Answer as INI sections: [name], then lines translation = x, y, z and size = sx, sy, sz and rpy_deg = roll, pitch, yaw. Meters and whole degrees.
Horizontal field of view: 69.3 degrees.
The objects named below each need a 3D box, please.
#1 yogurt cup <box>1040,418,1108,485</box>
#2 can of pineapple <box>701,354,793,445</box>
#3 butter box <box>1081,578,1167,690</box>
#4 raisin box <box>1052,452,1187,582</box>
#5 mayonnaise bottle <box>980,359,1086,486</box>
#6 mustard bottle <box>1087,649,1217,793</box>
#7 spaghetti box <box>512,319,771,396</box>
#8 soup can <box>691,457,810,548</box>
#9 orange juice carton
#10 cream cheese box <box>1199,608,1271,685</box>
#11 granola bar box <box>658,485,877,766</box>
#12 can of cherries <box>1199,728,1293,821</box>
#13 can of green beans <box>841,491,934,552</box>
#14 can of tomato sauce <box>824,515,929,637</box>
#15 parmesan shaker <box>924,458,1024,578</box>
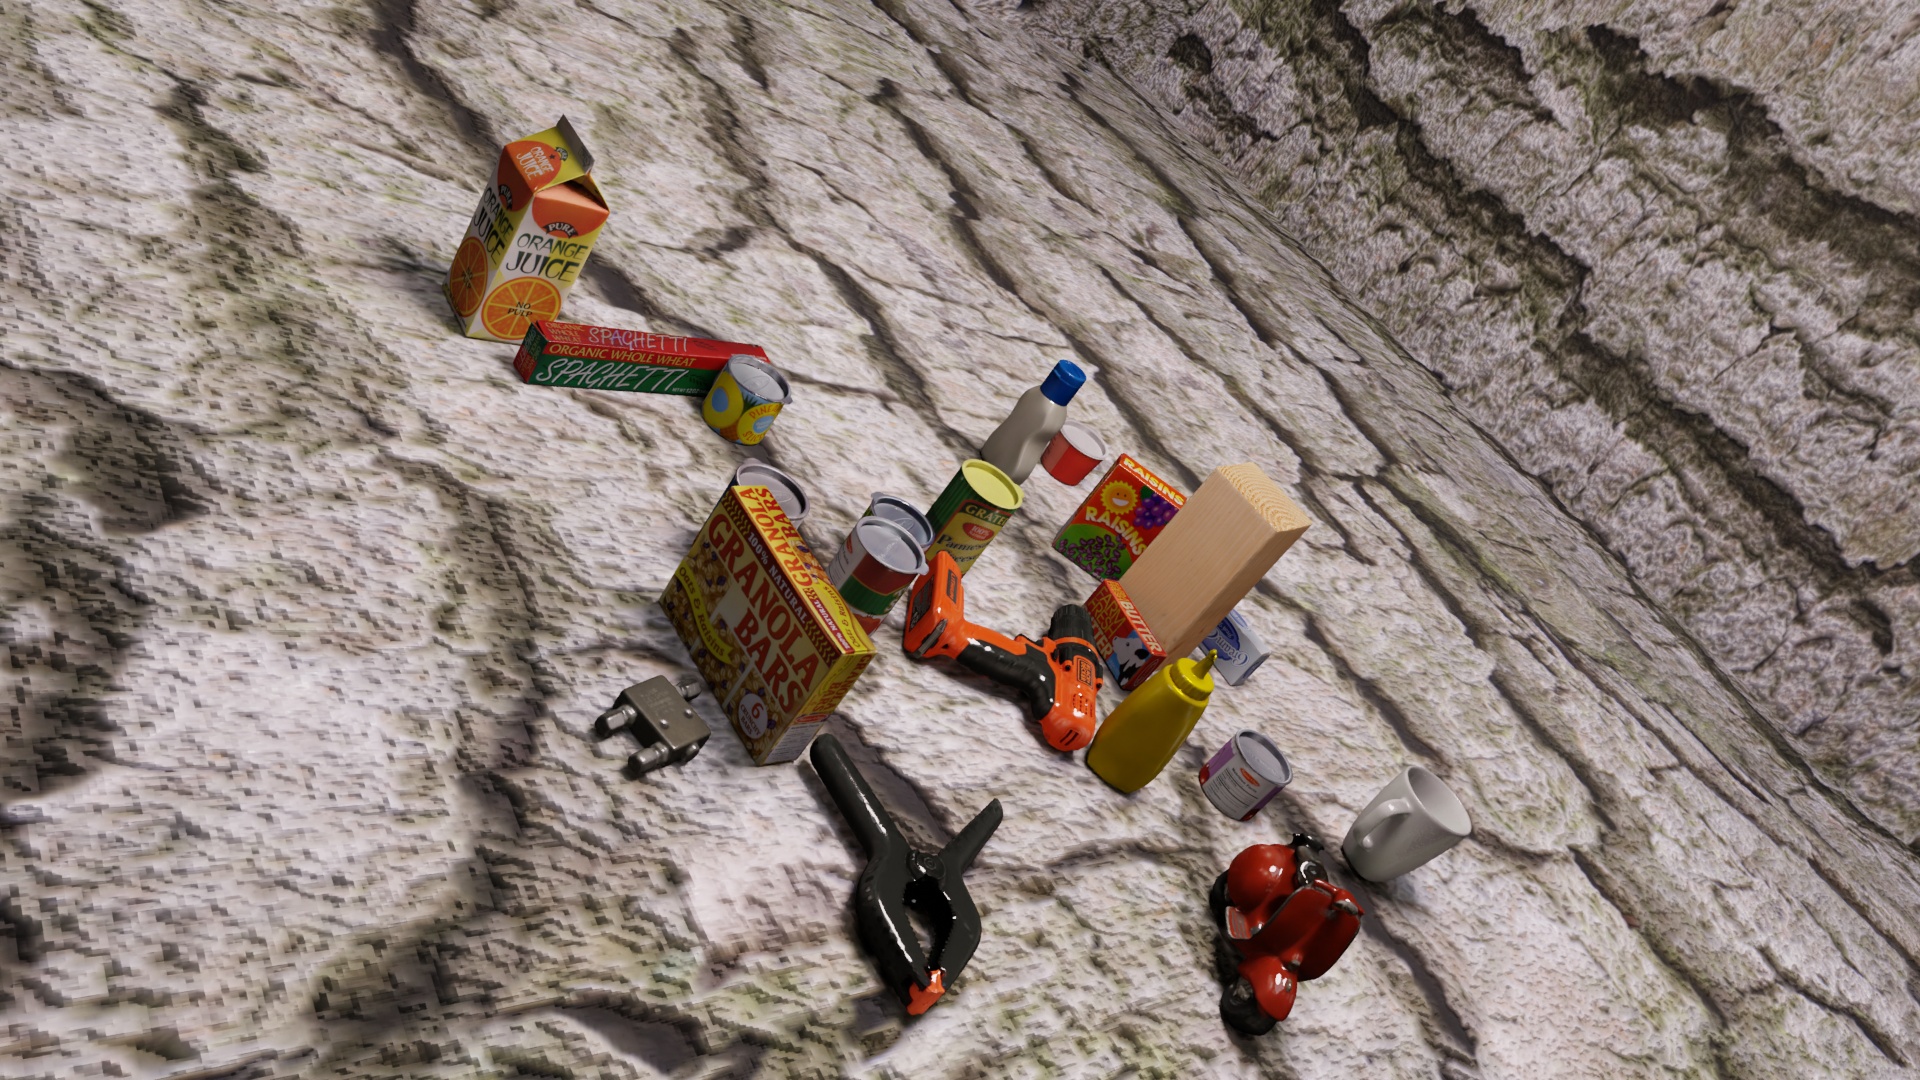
[yogurt cup]
translation = 0.131, -0.101, 1.624
size = 0.072, 0.053, 0.073
rpy_deg = 27, 30, -17
[can of pineapple]
translation = -0.199, -0.130, 1.296
size = 0.071, 0.057, 0.071
rpy_deg = 28, 30, -17
[butter box]
translation = 0.157, 0.092, 1.370
size = 0.024, 0.053, 0.104
rpy_deg = 10, 39, -41
[raisin box]
translation = 0.168, -0.019, 1.473
size = 0.086, 0.123, 0.040
rpy_deg = 36, 28, -1
[mayonnaise bottle]
translation = 0.082, -0.130, 1.514
size = 0.041, 0.147, 0.065
rpy_deg = 7, 40, -43
[mustard bottle]
translation = 0.174, 0.148, 1.194
size = 0.065, 0.159, 0.049
rpy_deg = 38, 28, 1
[spaghetti box]
translation = -0.282, -0.161, 1.258
size = 0.250, 0.050, 0.029
rpy_deg = -2, 47, -49
[soup can]
translation = -0.172, -0.013, 1.127
size = 0.071, 0.083, 0.072
rpy_deg = 28, 30, -17
[orange juice carton]
translation = -0.360, -0.261, 1.170
size = 0.073, 0.191, 0.072
rpy_deg = 3, 43, -46
[cream cheese box]
translation = 0.282, 0.101, 1.494
size = 0.024, 0.053, 0.104
rpy_deg = 0, 46, -49
[granola bar box]
translation = -0.144, 0.060, 1.008
size = 0.039, 0.123, 0.166
rpy_deg = -1, 46, -49
[can of cherries]
translation = 0.267, 0.219, 1.300
size = 0.071, 0.058, 0.072
rpy_deg = 28, 30, -17
[can of green beans]
translation = -0.066, 0.002, 1.250
size = 0.071, 0.057, 0.071
rpy_deg = 28, 30, -17
[can of tomato sauce]
translation = -0.077, 0.033, 1.166
size = 0.071, 0.082, 0.071
rpy_deg = 28, 30, -17
[parmesan shaker]
translation = 0.005, -0.016, 1.308
size = 0.071, 0.102, 0.072
rpy_deg = 28, 30, -17
